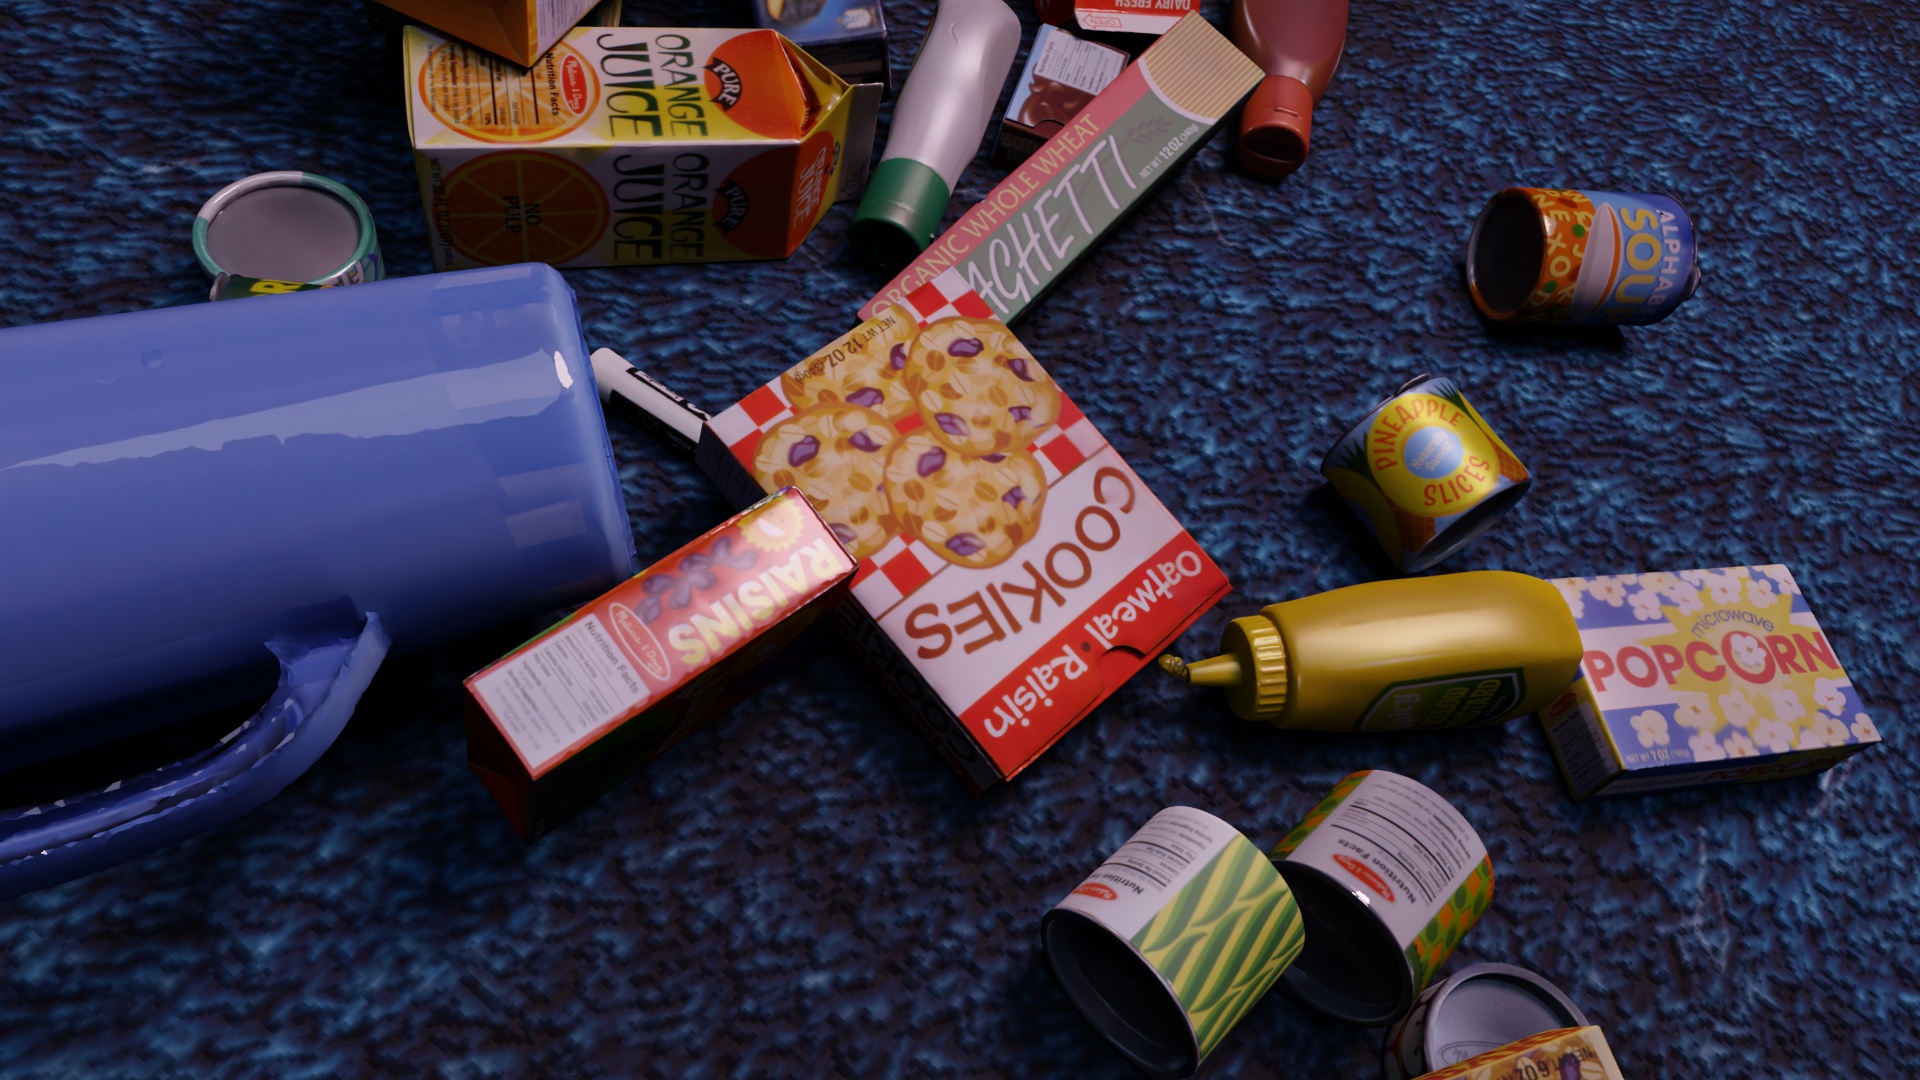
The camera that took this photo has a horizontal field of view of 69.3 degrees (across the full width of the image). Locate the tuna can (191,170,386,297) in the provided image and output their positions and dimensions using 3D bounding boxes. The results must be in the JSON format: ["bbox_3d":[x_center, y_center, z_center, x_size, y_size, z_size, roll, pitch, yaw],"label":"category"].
[{"bbox_3d":[-0.262,-0.110,0.548,0.071,0.032,0.071,6,57,-9],"label":"tuna can"}]

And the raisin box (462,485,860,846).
[{"bbox_3d":[-0.099,0.041,0.459,0.124,0.085,0.040,-33,78,-28],"label":"raisin box"}]

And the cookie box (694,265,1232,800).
[{"bbox_3d":[0.002,-0.007,0.523,0.123,0.040,0.167,-37,82,-26],"label":"cookie box"}]

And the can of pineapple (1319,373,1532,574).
[{"bbox_3d":[0.196,-0.028,0.586,0.071,0.070,0.058,-23,66,-25],"label":"can of pineapple"}]

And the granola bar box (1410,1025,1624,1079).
[{"bbox_3d":[0.133,0.228,0.401,0.166,0.039,0.124,-15,69,-10],"label":"granola bar box"}]

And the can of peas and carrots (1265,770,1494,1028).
[{"bbox_3d":[0.138,0.123,0.478,0.059,0.070,0.071,-32,70,-35],"label":"can of peas and carrots"}]

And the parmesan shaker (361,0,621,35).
[{"bbox_3d":[-0.210,-0.259,0.634,0.103,0.071,0.071,8,57,-9],"label":"parmesan shaker"}]

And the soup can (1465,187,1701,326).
[{"bbox_3d":[0.305,-0.138,0.683,0.084,0.071,0.071,-2,59,-14],"label":"soup can"}]

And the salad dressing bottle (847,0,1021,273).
[{"bbox_3d":[-0.012,-0.191,0.646,0.044,0.064,0.148,18,62,1],"label":"salad dressing bottle"}]

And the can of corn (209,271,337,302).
[{"bbox_3d":[-0.233,-0.062,0.501,0.058,0.070,0.071,5,57,-12],"label":"can of corn"}]

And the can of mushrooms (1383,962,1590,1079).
[{"bbox_3d":[0.180,0.182,0.469,0.071,0.033,0.071,7,57,-10],"label":"can of mushrooms"}]

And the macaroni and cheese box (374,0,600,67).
[{"bbox_3d":[-0.192,-0.280,0.587,0.124,0.040,0.167,24,52,2],"label":"macaroni and cheese box"}]

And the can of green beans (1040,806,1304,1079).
[{"bbox_3d":[0.070,0.130,0.456,0.058,0.071,0.071,-34,71,-30],"label":"can of green beans"}]

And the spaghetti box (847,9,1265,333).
[{"bbox_3d":[0.048,-0.153,0.629,0.050,0.028,0.251,42,67,3],"label":"spaghetti box"}]

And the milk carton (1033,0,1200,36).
[{"bbox_3d":[0.075,-0.339,0.752,0.072,0.073,0.191,-4,60,-16],"label":"milk carton"}]

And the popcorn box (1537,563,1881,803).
[{"bbox_3d":[0.299,0.057,0.575,0.127,0.038,0.085,-3,58,-15],"label":"popcorn box"}]

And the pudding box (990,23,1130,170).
[{"bbox_3d":[0.050,-0.217,0.694,0.050,0.030,0.084,20,56,-2],"label":"pudding box"}]

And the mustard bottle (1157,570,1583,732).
[{"bbox_3d":[0.153,0.047,0.534,0.160,0.065,0.049,-4,54,-9],"label":"mustard bottle"}]

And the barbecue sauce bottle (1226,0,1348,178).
[{"bbox_3d":[0.172,-0.257,0.742,0.065,0.043,0.149,16,56,-3],"label":"barbecue sauce bottle"}]

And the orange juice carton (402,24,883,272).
[{"bbox_3d":[-0.130,-0.168,0.594,0.193,0.071,0.073,-6,60,-17],"label":"orange juice carton"}]
